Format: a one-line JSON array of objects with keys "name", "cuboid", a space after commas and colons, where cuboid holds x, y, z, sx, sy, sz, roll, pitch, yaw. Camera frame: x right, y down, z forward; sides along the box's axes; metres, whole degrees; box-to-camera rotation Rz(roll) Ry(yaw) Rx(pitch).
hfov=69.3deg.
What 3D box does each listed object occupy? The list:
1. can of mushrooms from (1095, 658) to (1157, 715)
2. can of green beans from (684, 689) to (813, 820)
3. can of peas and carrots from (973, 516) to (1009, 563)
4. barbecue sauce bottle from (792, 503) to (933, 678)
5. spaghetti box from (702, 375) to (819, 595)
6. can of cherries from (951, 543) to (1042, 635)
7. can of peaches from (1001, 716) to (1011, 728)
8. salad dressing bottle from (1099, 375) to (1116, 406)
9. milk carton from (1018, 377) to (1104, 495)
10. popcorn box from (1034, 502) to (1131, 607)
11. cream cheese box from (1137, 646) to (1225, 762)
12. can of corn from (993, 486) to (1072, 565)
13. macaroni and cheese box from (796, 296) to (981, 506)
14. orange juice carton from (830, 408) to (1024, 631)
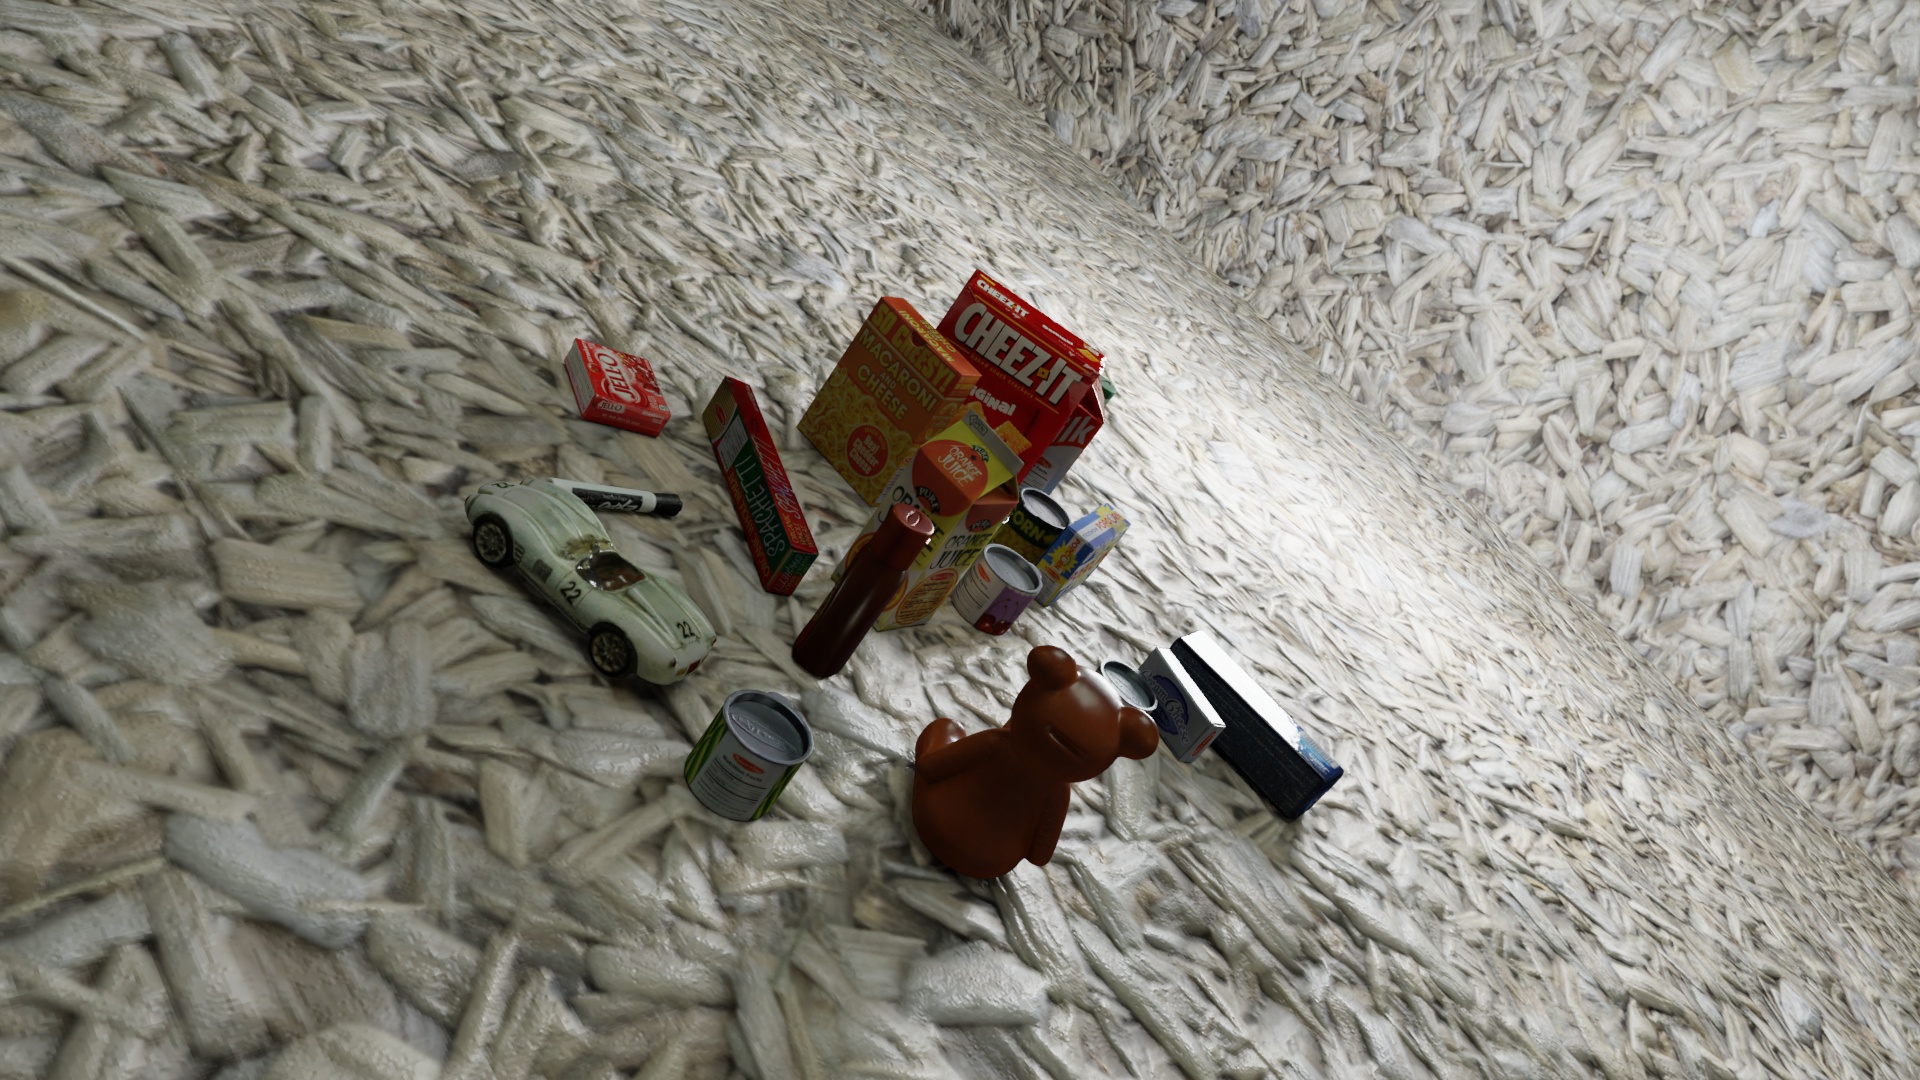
[{"name": "can of mushrooms", "cuboid": [0.151, 0.145, 1.306, 0.071, 0.033, 0.071, 29, 26, -15]}, {"name": "can of green beans", "cuboid": [-0.140, 0.142, 0.915, 0.071, 0.057, 0.071, 29, 26, -15]}, {"name": "can of peas and carrots", "cuboid": [0.005, -0.017, 1.374, 0.071, 0.058, 0.071, 29, 26, -15]}, {"name": "barbecue sauce bottle", "cuboid": [-0.074, 0.038, 1.073, 0.043, 0.148, 0.065, 36, 24, 0]}, {"name": "spaghetti box", "cuboid": [-0.178, -0.052, 1.213, 0.029, 0.050, 0.251, 17, 31, -36]}, {"name": "can of cherries", "cuboid": [0.036, 0.047, 1.302, 0.071, 0.058, 0.072, 29, 26, -15]}, {"name": "can of peaches", "cuboid": [0.061, 0.168, 1.123, 0.071, 0.057, 0.071, 29, 26, -15]}, {"name": "salad dressing bottle", "cuboid": [0.124, -0.127, 1.612, 0.044, 0.147, 0.064, 46, 26, 21]}, {"name": "milk carton", "cuboid": [0.098, -0.118, 1.511, 0.073, 0.189, 0.073, 32, 25, -8]}, {"name": "popcorn box", "cuboid": [0.121, 0.014, 1.436, 0.038, 0.085, 0.127, 41, 25, 11]}, {"name": "cream cheese box", "cuboid": [0.204, 0.157, 1.331, 0.024, 0.053, 0.104, 12, 34, -42]}, {"name": "can of corn", "cuboid": [0.073, -0.013, 1.454, 0.071, 0.058, 0.071, 29, 26, -15]}, {"name": "macaroni and cheese box", "cuboid": [-0.072, -0.135, 1.354, 0.124, 0.165, 0.040, 47, 26, 21]}, {"name": "orange juice carton", "cuboid": [-0.021, -0.017, 1.183, 0.072, 0.192, 0.073, 47, 27, 23]}]
